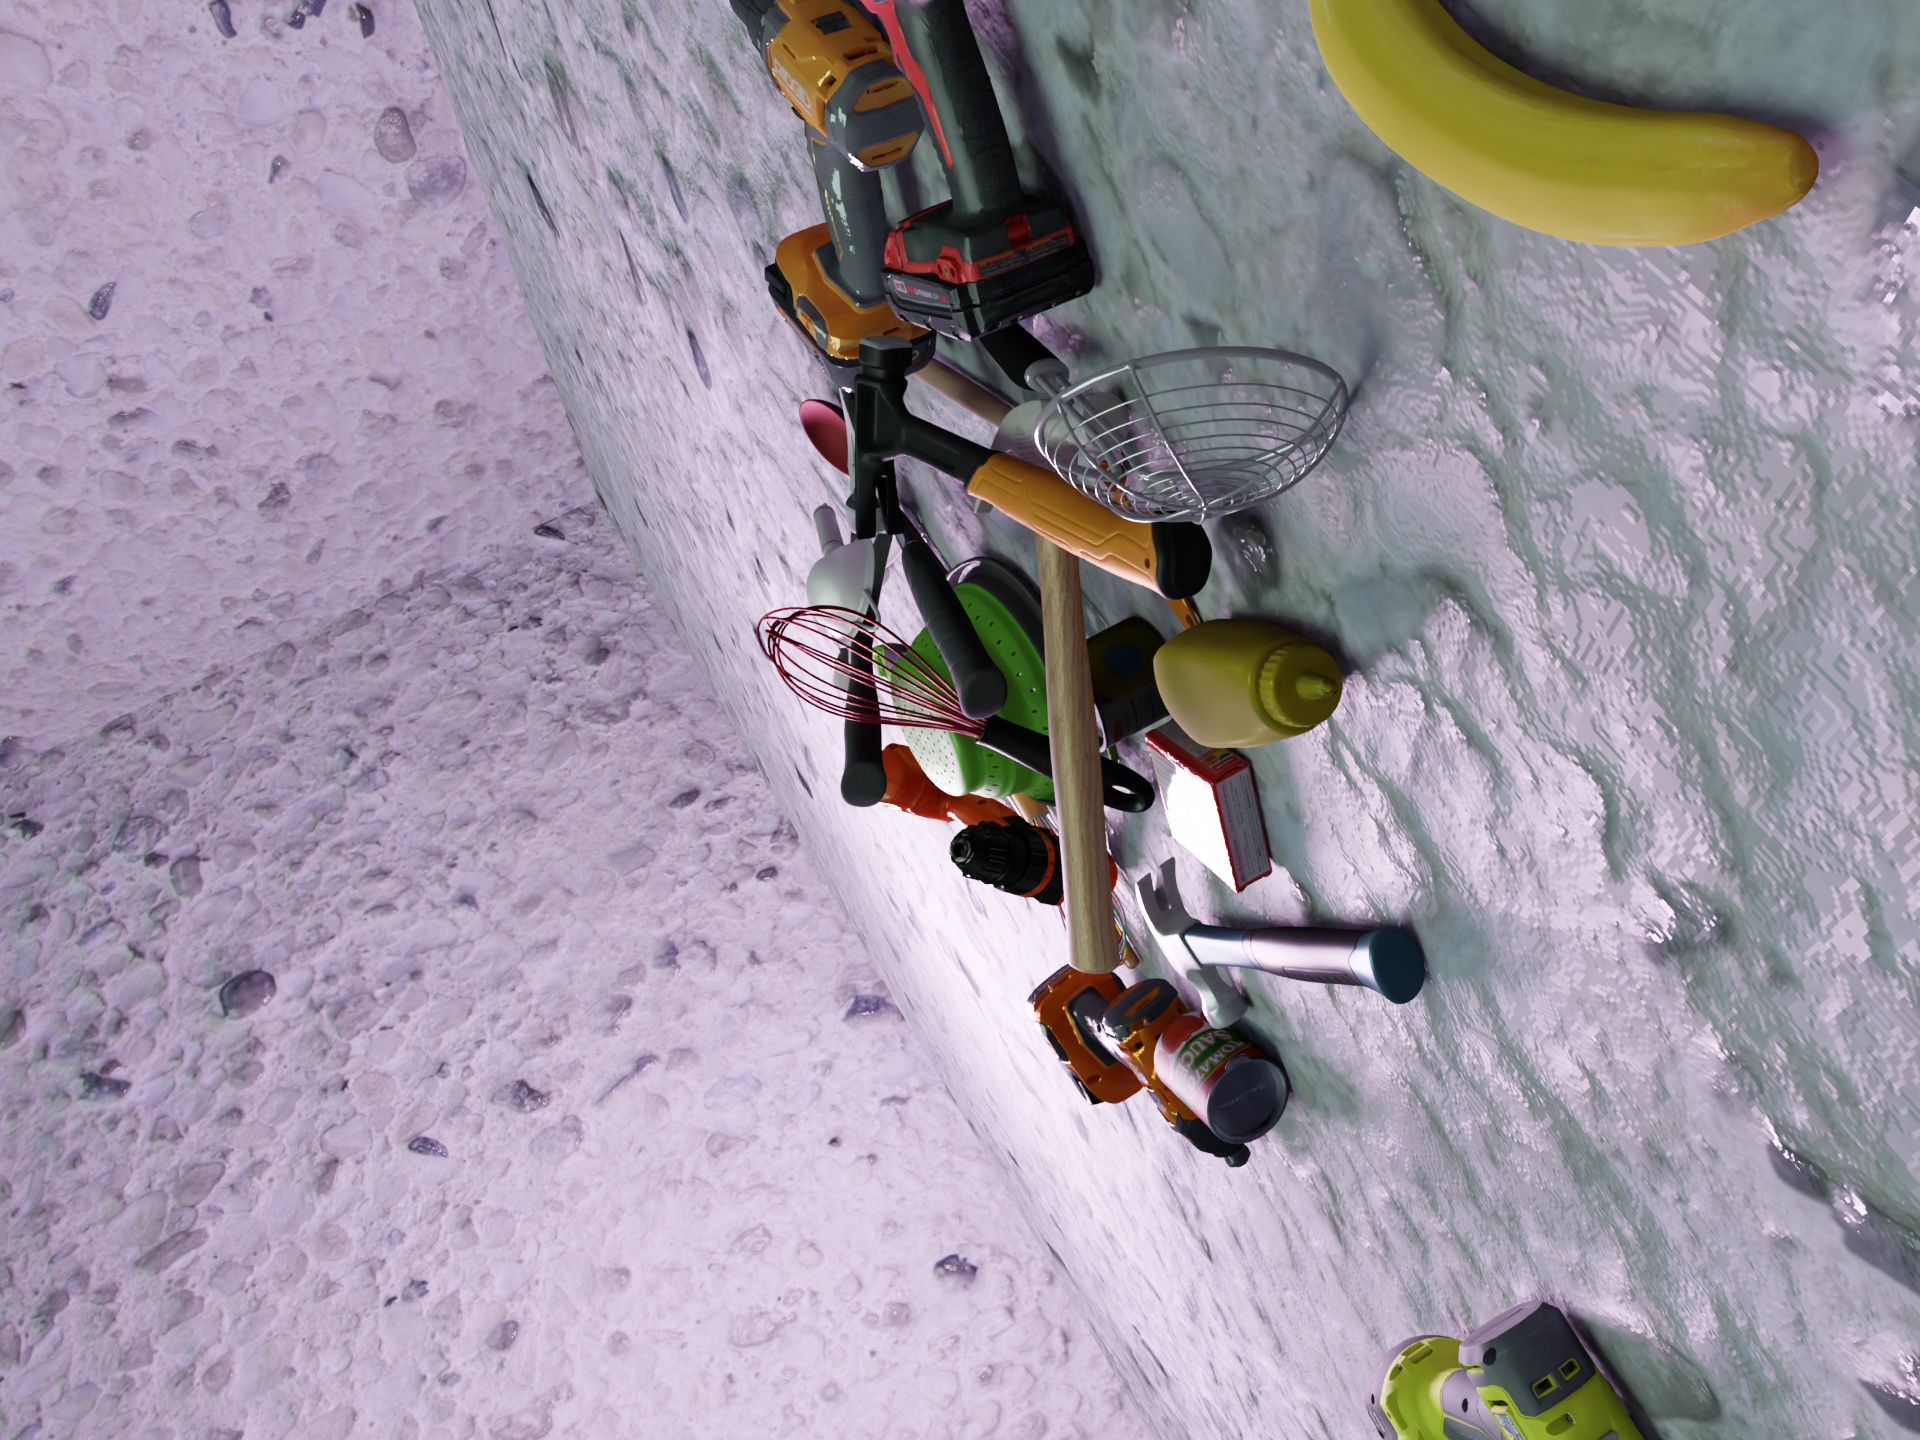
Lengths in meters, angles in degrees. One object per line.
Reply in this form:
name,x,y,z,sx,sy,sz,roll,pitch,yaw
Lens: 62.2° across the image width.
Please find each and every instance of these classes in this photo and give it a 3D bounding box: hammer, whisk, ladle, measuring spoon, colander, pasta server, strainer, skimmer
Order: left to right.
strainer,-0.100,-0.126,1.237,0.259,0.050,0.087,-111,39,-64
hammer,-0.074,-0.032,1.211,0.335,0.035,0.146,-99,17,-65
measuring spoon,-0.063,-0.150,1.431,0.034,0.018,0.124,62,160,3
pasta server,-0.040,-0.245,1.093,0.317,0.040,0.060,44,159,50
ladle,-0.042,-0.151,1.311,0.316,0.031,0.069,55,158,21
hammer,-0.034,-0.123,1.102,0.409,0.036,0.149,-115,17,-55
colander,-0.022,-0.019,1.251,0.397,0.094,0.204,14,126,65
whisk,-0.002,-0.003,1.076,0.295,0.073,0.073,24,168,-6
hammer,0.025,-0.122,0.875,0.337,0.034,0.127,36,130,53
whisk,0.074,0.098,1.330,0.245,0.047,0.051,61,156,23
hammer,0.061,-0.017,0.916,0.130,0.031,0.331,12,110,62
skimmer,0.063,-0.178,0.763,0.364,0.127,0.090,-117,30,-60
measuring spoon,0.110,-0.095,0.887,0.117,0.011,0.021,60,166,-6
hammer,0.191,0.143,0.979,0.128,0.033,0.331,56,166,-2

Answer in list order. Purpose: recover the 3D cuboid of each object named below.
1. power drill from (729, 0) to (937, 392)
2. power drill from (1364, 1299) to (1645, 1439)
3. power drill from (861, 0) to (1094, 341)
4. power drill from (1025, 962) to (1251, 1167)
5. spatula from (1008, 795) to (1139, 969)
power drill,-0.084,-0.342,0.984,0.186,0.084,0.226,55,160,32
power drill,0.339,0.443,0.931,0.191,0.080,0.228,59,164,16
power drill,-0.014,-0.311,0.789,0.143,0.078,0.219,40,152,58
power drill,0.151,0.282,1.312,0.164,0.084,0.226,56,164,-9
spatula,0.053,0.089,1.383,0.318,0.044,0.082,55,-164,20
